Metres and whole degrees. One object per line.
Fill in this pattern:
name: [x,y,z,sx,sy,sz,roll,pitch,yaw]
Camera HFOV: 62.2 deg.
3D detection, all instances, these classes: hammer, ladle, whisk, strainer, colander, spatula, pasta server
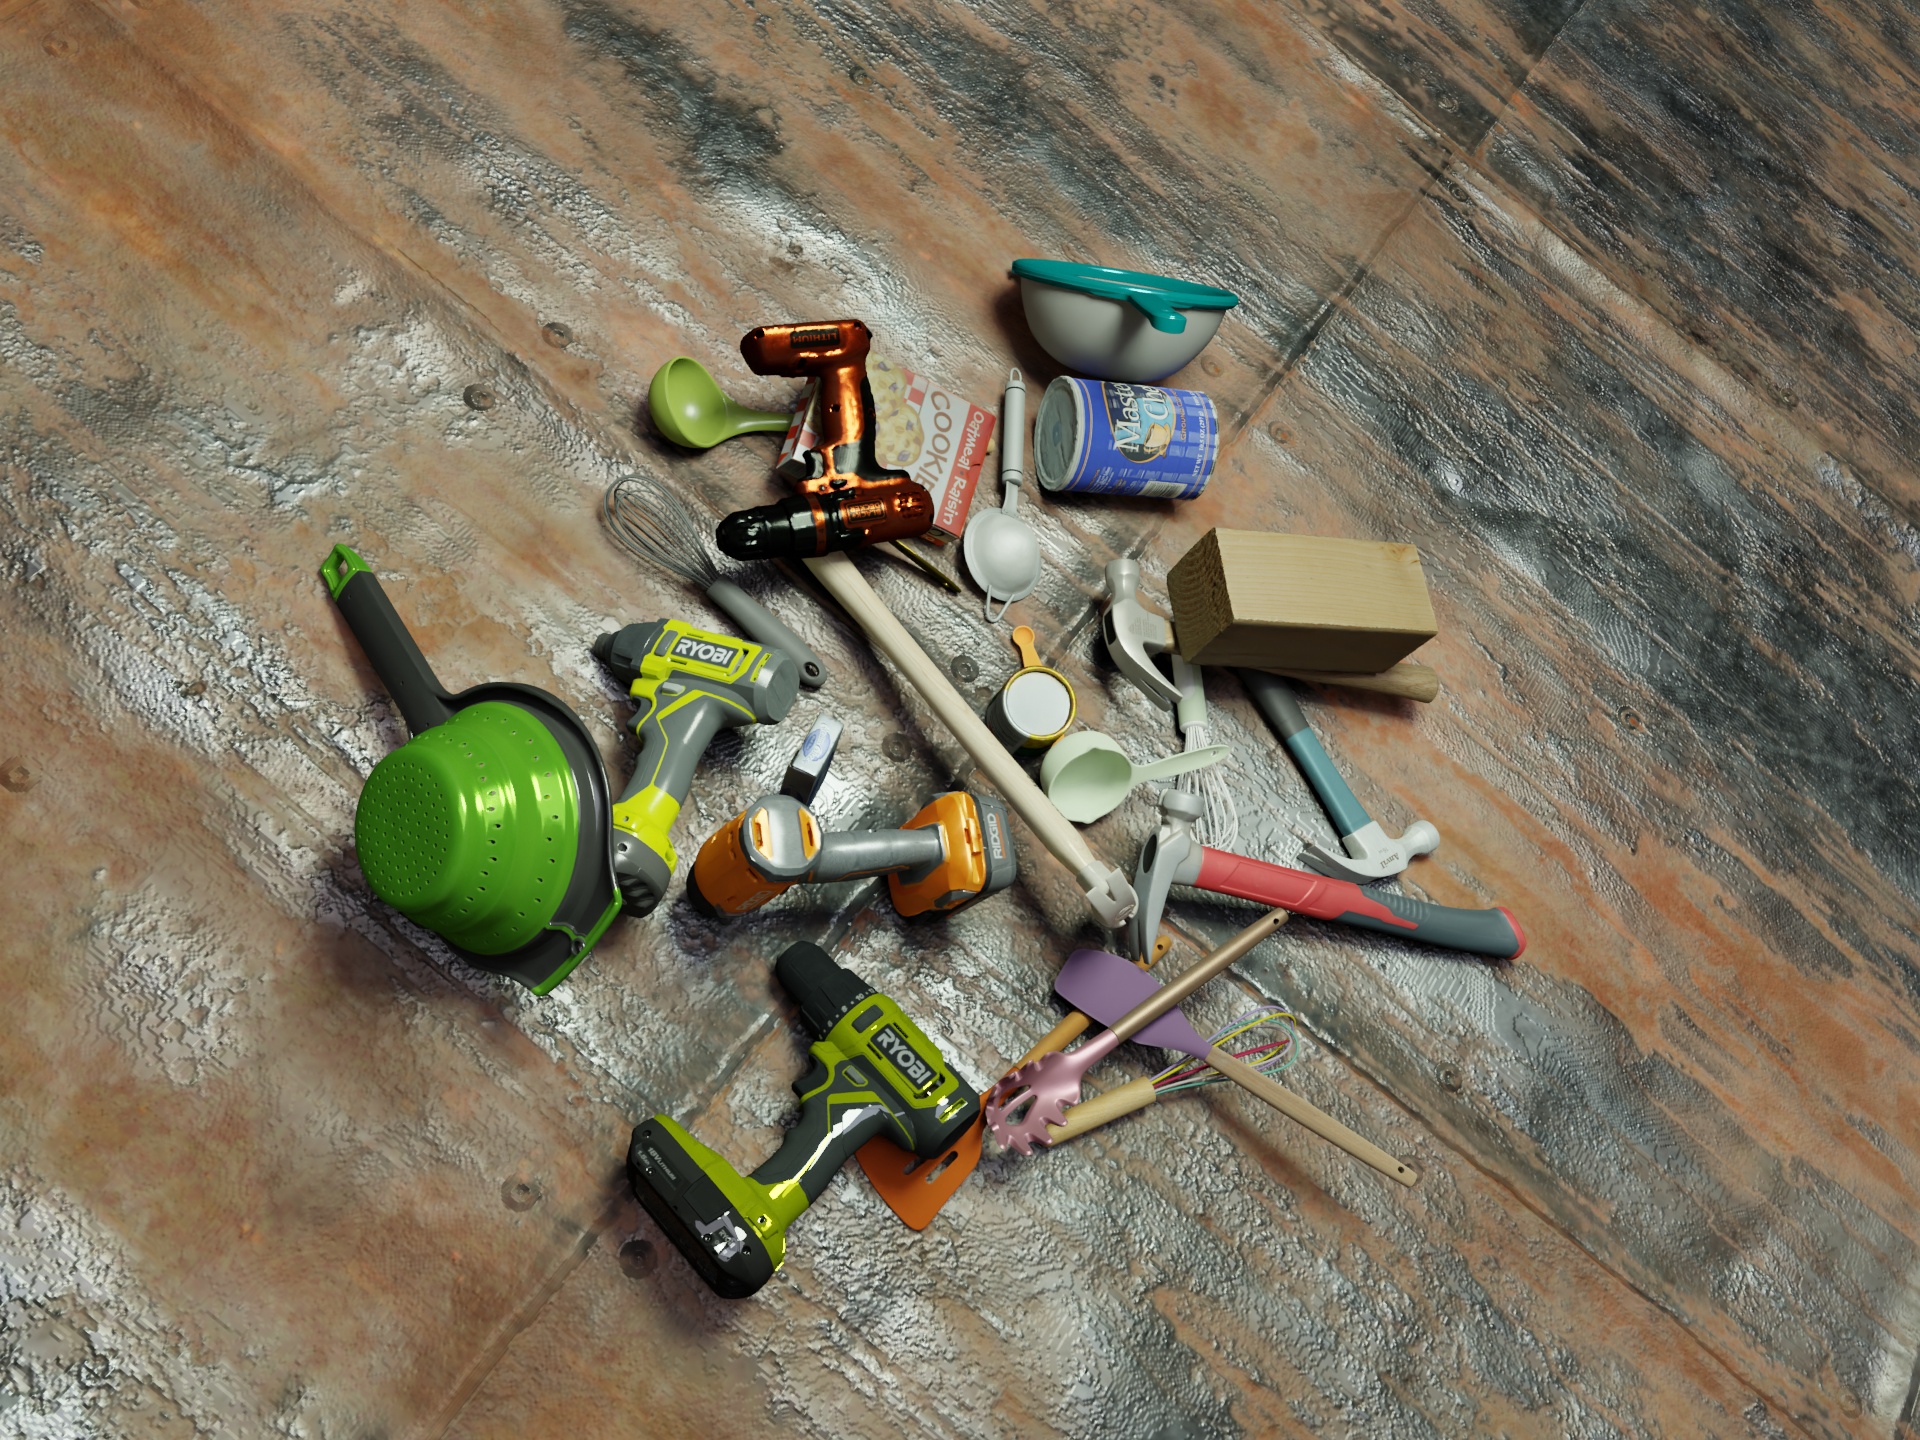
hammer: [-0.002,-0.004,1.271,0.038,0.146,0.411,-40,73,-1]
ladle: [-0.114,-0.262,1.392,0.320,0.062,0.078,3,74,-22]
hammer: [0.321,0.170,1.358,0.386,0.038,0.143,15,86,-22]
whisk: [0.205,0.013,1.399,0.059,0.058,0.247,29,49,-48]
hammer: [0.282,-0.055,1.423,0.331,0.031,0.130,9,63,-18]
strainer: [0.150,-0.342,1.421,0.211,0.095,0.341,7,21,-7]
colander: [-0.387,0.014,1.112,0.397,0.204,0.094,52,23,24]
strainer: [0.046,-0.212,1.432,0.086,0.050,0.259,19,61,-33]
spatula: [0.219,0.275,1.257,0.316,0.018,0.060,32,60,9]
hammer: [0.300,0.000,1.444,0.128,0.033,0.331,-25,79,-28]
spatula: [0.058,0.266,1.254,0.322,0.041,0.081,-35,82,-32]
whisk: [-0.198,-0.113,1.307,0.239,0.055,0.055,43,61,-4]
pasta server: [0.143,0.232,1.239,0.316,0.040,0.060,-31,94,-23]
whisk: [0.170,0.291,1.275,0.245,0.047,0.051,-18,68,-21]

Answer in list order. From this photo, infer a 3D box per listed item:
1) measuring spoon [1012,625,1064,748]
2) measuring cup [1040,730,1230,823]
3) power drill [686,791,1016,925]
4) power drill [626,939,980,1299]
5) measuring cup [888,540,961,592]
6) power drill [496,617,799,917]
measuring spoon: [0.068,-0.027,1.387,0.021,0.011,0.117,-13,77,-15]
measuring cup: [0.146,0.034,1.345,0.167,0.083,0.038,-13,39,-15]
power drill: [-0.091,0.110,1.203,0.226,0.164,0.084,3,67,-32]
power drill: [-0.124,0.279,1.145,0.228,0.080,0.191,-36,68,-29]
measuring cup: [-0.067,-0.145,1.370,0.156,0.062,0.029,34,82,-17]
power drill: [-0.244,0.024,1.196,0.171,0.080,0.223,14,58,22]
